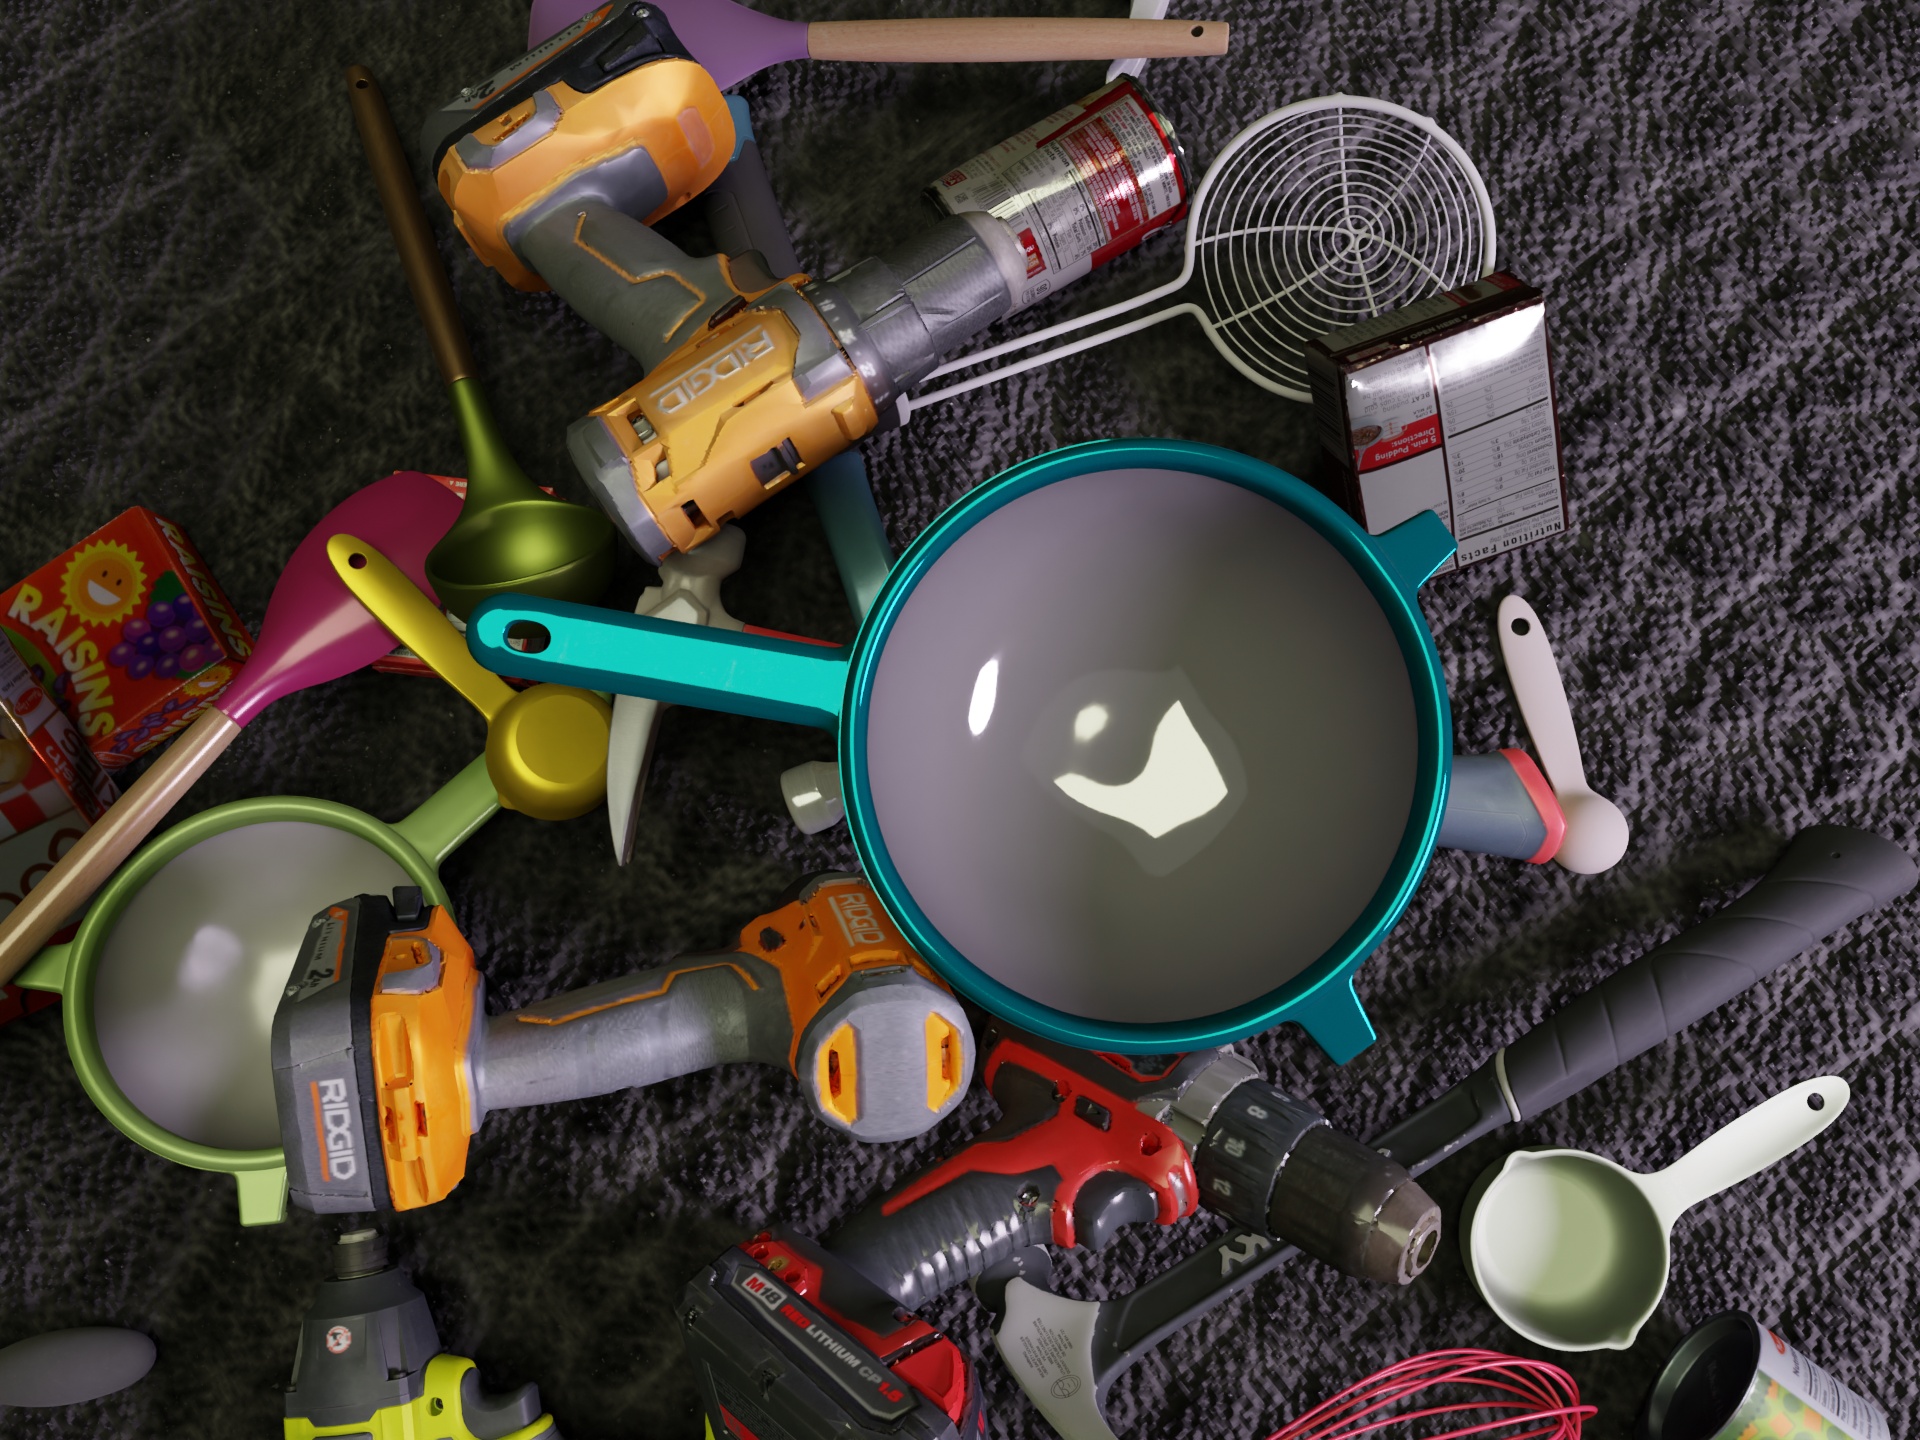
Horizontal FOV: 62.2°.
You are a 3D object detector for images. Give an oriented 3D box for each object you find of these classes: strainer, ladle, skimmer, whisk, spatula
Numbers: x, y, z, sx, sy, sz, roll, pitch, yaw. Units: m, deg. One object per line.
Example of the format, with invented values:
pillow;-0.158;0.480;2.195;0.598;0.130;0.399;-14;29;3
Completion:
strainer;-0.246;0.077;0.679;0.151;0.069;0.256;42;68;8
ladle;-0.225;-0.173;0.692;0.078;0.062;0.320;-17;70;-16
strainer;-0.001;-0.002;0.582;0.340;0.095;0.211;10;89;-1
skimmer;0.036;-0.149;0.650;0.363;0.090;0.127;-21;111;-9
whisk;0.103;0.289;0.592;0.295;0.073;0.073;-7;81;-11
whisk;-0.478;0.285;0.660;0.284;0.070;0.070;-7;81;-2
spatula;-0.041;-0.298;0.703;0.316;0.018;0.060;3;89;8

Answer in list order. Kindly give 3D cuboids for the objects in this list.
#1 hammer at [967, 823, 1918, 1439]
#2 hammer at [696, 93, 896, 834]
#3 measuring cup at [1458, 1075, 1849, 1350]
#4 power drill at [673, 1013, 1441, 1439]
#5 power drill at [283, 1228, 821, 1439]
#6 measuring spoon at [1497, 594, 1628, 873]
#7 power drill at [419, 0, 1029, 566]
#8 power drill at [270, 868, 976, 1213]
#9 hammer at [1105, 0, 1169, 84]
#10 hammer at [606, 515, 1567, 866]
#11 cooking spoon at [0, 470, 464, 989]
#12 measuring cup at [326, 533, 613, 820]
hammer;0.200;0.154;0.618;0.409;0.149;0.036;-29;124;-7
hammer;-0.063;-0.125;0.705;0.128;0.033;0.331;-20;81;1
measuring cup;0.277;0.186;0.637;0.167;0.038;0.083;-29;81;-3
power drill;0.037;0.189;0.554;0.188;0.080;0.227;22;42;38
power drill;-0.153;0.280;0.629;0.223;0.080;0.171;-9;82;5
measuring spoon;0.253;0.004;0.674;0.034;0.018;0.124;-15;80;1
power drill;-0.097;-0.190;0.633;0.185;0.084;0.226;-33;63;-2
power drill;-0.122;0.103;0.594;0.226;0.164;0.084;-5;106;-13
hammer;-0.101;-0.358;0.741;0.405;0.035;0.144;3;81;4
hammer;0.053;0.023;0.649;0.386;0.038;0.143;11;90;-3
cooking spoon;-0.315;0.018;0.642;0.069;0.017;0.319;33;71;10
measuring cup;-0.203;-0.023;0.660;0.156;0.029;0.062;45;63;-7
